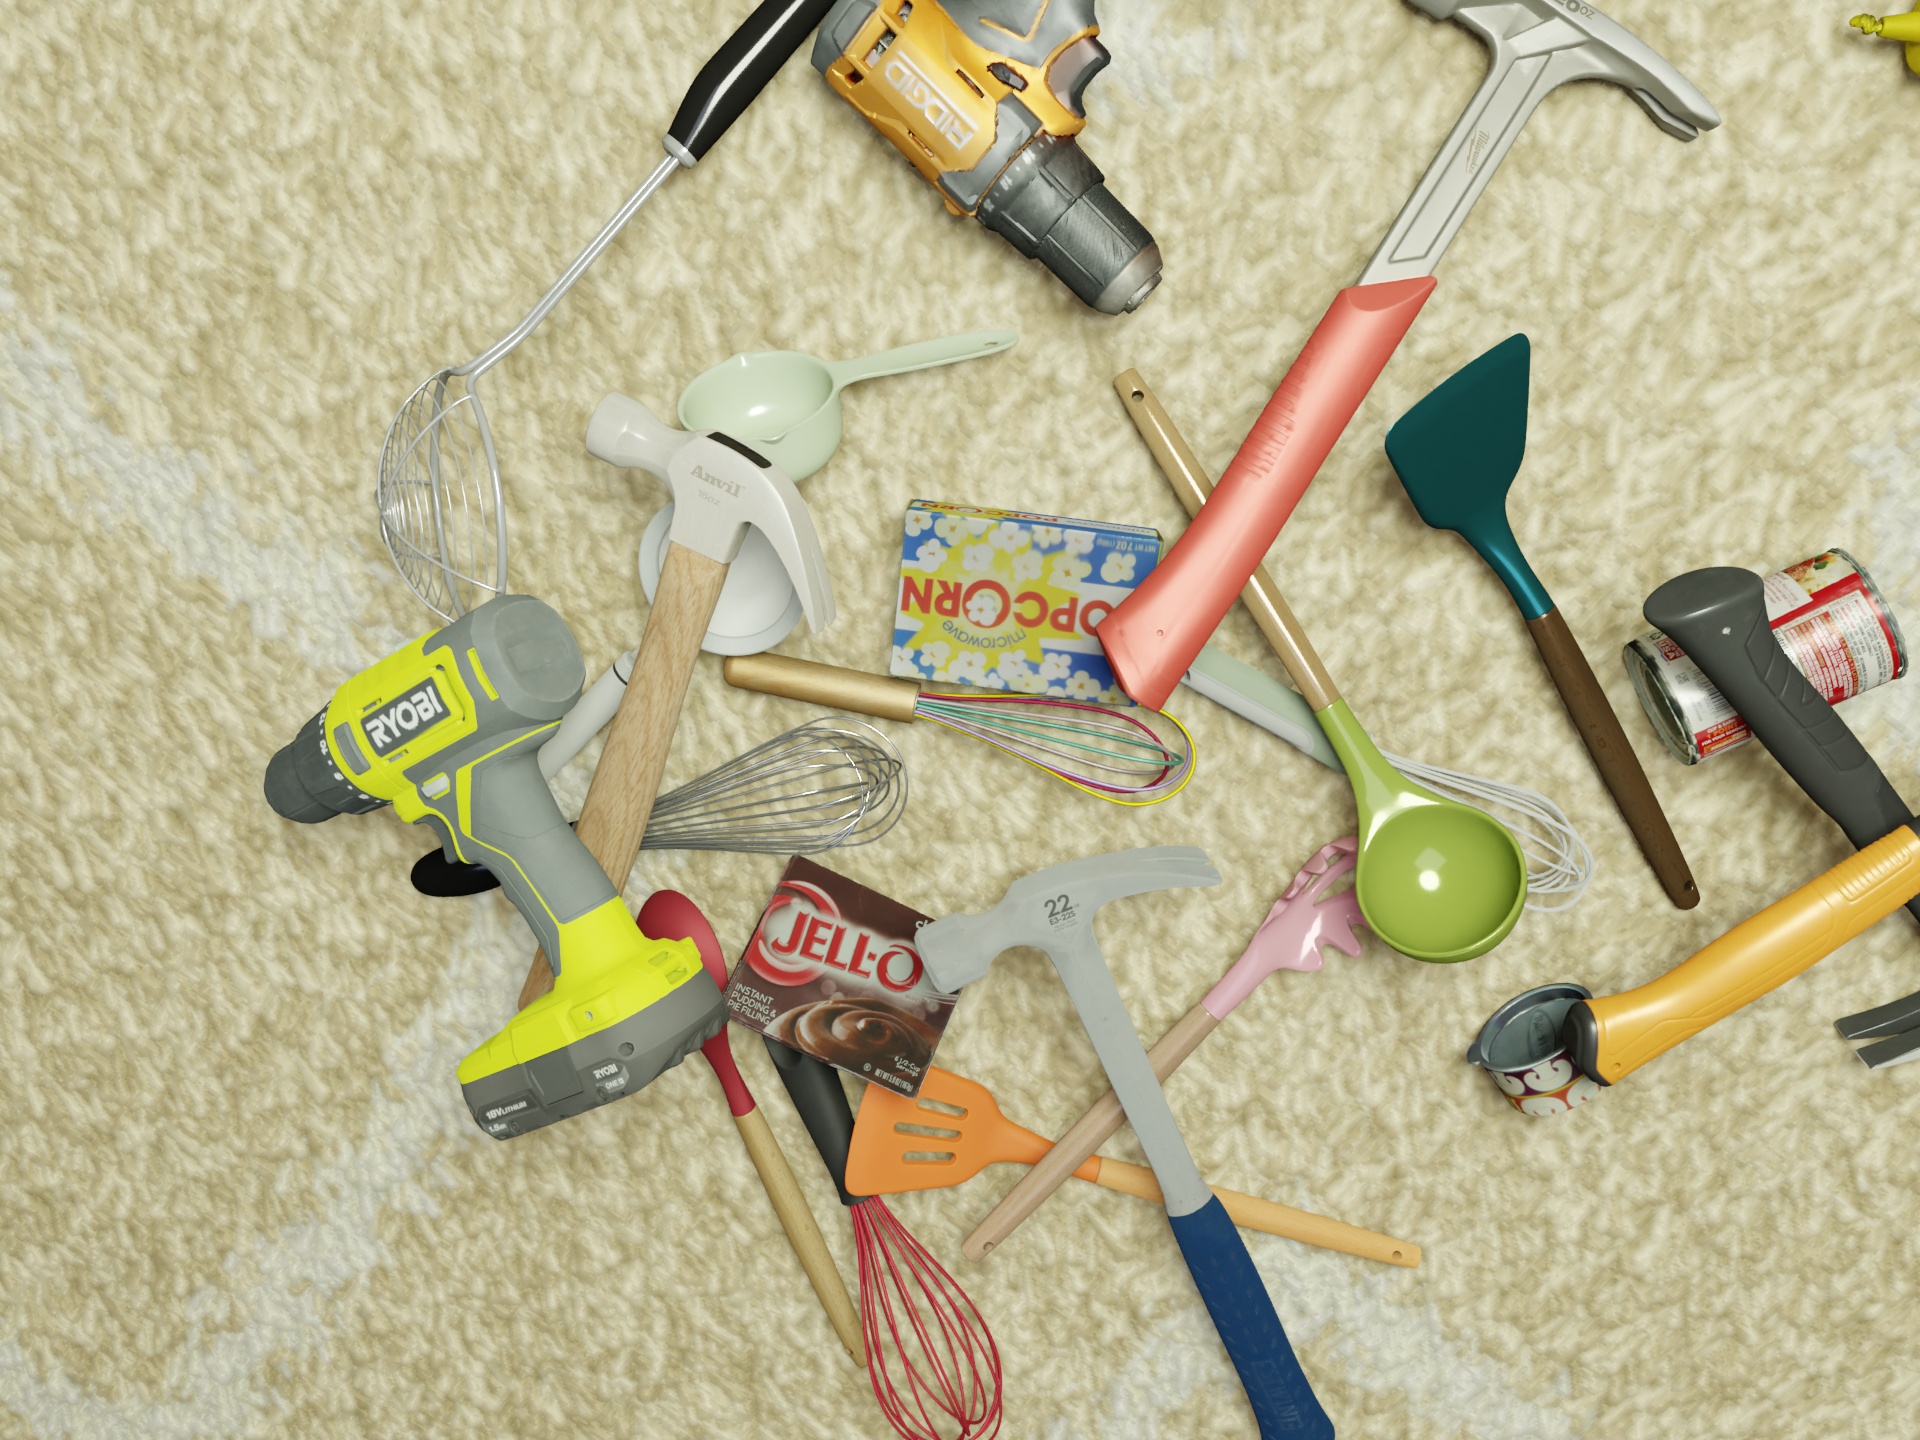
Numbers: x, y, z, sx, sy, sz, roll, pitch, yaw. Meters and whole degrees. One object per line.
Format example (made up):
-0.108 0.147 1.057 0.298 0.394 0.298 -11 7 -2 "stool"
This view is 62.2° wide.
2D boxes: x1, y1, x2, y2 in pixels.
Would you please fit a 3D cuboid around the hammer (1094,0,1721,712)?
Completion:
0.180 -0.158 0.714 0.149 0.037 0.359 31 95 -4 "hammer"

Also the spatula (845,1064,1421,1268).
0.099 0.256 0.871 0.322 0.041 0.081 15 91 -1 "spatula"

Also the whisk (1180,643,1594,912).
0.205 0.022 0.793 0.246 0.057 0.059 29 64 1 "whisk"

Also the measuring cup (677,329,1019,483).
-0.050 -0.152 0.763 0.167 0.083 0.038 -16 133 -9 "measuring cup"

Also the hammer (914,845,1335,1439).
0.121 0.240 0.823 0.144 0.035 0.405 -24 114 1 "hammer"

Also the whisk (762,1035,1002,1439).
-0.049 0.281 0.885 0.073 0.073 0.296 -20 97 10 "whisk"

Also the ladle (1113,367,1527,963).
0.160 -0.030 0.748 0.078 0.062 0.320 -32 88 6 "ladle"

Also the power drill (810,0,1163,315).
0.068 -0.304 0.674 0.185 0.084 0.226 45 117 -2 "power drill"

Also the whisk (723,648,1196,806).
-0.002 -0.001 0.806 0.245 0.051 0.047 12 113 5 "whisk"

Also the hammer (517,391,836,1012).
-0.156 0.018 0.770 0.130 0.031 0.331 25 114 6 "hammer"

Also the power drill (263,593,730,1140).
-0.226 0.075 0.755 0.190 0.080 0.228 -25 93 29 "power drill"

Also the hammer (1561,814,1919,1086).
0.425 0.068 0.714 0.337 0.034 0.127 -38 116 17 "hammer"

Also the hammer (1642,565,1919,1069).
0.416 0.045 0.738 0.146 0.035 0.334 -41 116 19 "hammer"

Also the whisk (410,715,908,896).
-0.163 0.054 0.831 0.284 0.070 0.070 -13 105 13 "whisk"

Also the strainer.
-0.162 -0.033 0.811 0.087 0.050 0.258 44 111 -11 "strainer"

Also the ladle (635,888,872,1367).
-0.111 0.237 0.888 0.069 0.031 0.315 -5 113 41 "ladle"

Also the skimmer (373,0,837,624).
-0.153 -0.202 0.751 0.363 0.127 0.090 -49 134 4 "skimmer"

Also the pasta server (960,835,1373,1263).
0.113 0.174 0.827 0.060 0.040 0.316 41 96 -21 "pasta server"

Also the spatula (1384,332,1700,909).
0.292 -0.029 0.758 0.082 0.044 0.317 -36 108 -7 "spatula"
